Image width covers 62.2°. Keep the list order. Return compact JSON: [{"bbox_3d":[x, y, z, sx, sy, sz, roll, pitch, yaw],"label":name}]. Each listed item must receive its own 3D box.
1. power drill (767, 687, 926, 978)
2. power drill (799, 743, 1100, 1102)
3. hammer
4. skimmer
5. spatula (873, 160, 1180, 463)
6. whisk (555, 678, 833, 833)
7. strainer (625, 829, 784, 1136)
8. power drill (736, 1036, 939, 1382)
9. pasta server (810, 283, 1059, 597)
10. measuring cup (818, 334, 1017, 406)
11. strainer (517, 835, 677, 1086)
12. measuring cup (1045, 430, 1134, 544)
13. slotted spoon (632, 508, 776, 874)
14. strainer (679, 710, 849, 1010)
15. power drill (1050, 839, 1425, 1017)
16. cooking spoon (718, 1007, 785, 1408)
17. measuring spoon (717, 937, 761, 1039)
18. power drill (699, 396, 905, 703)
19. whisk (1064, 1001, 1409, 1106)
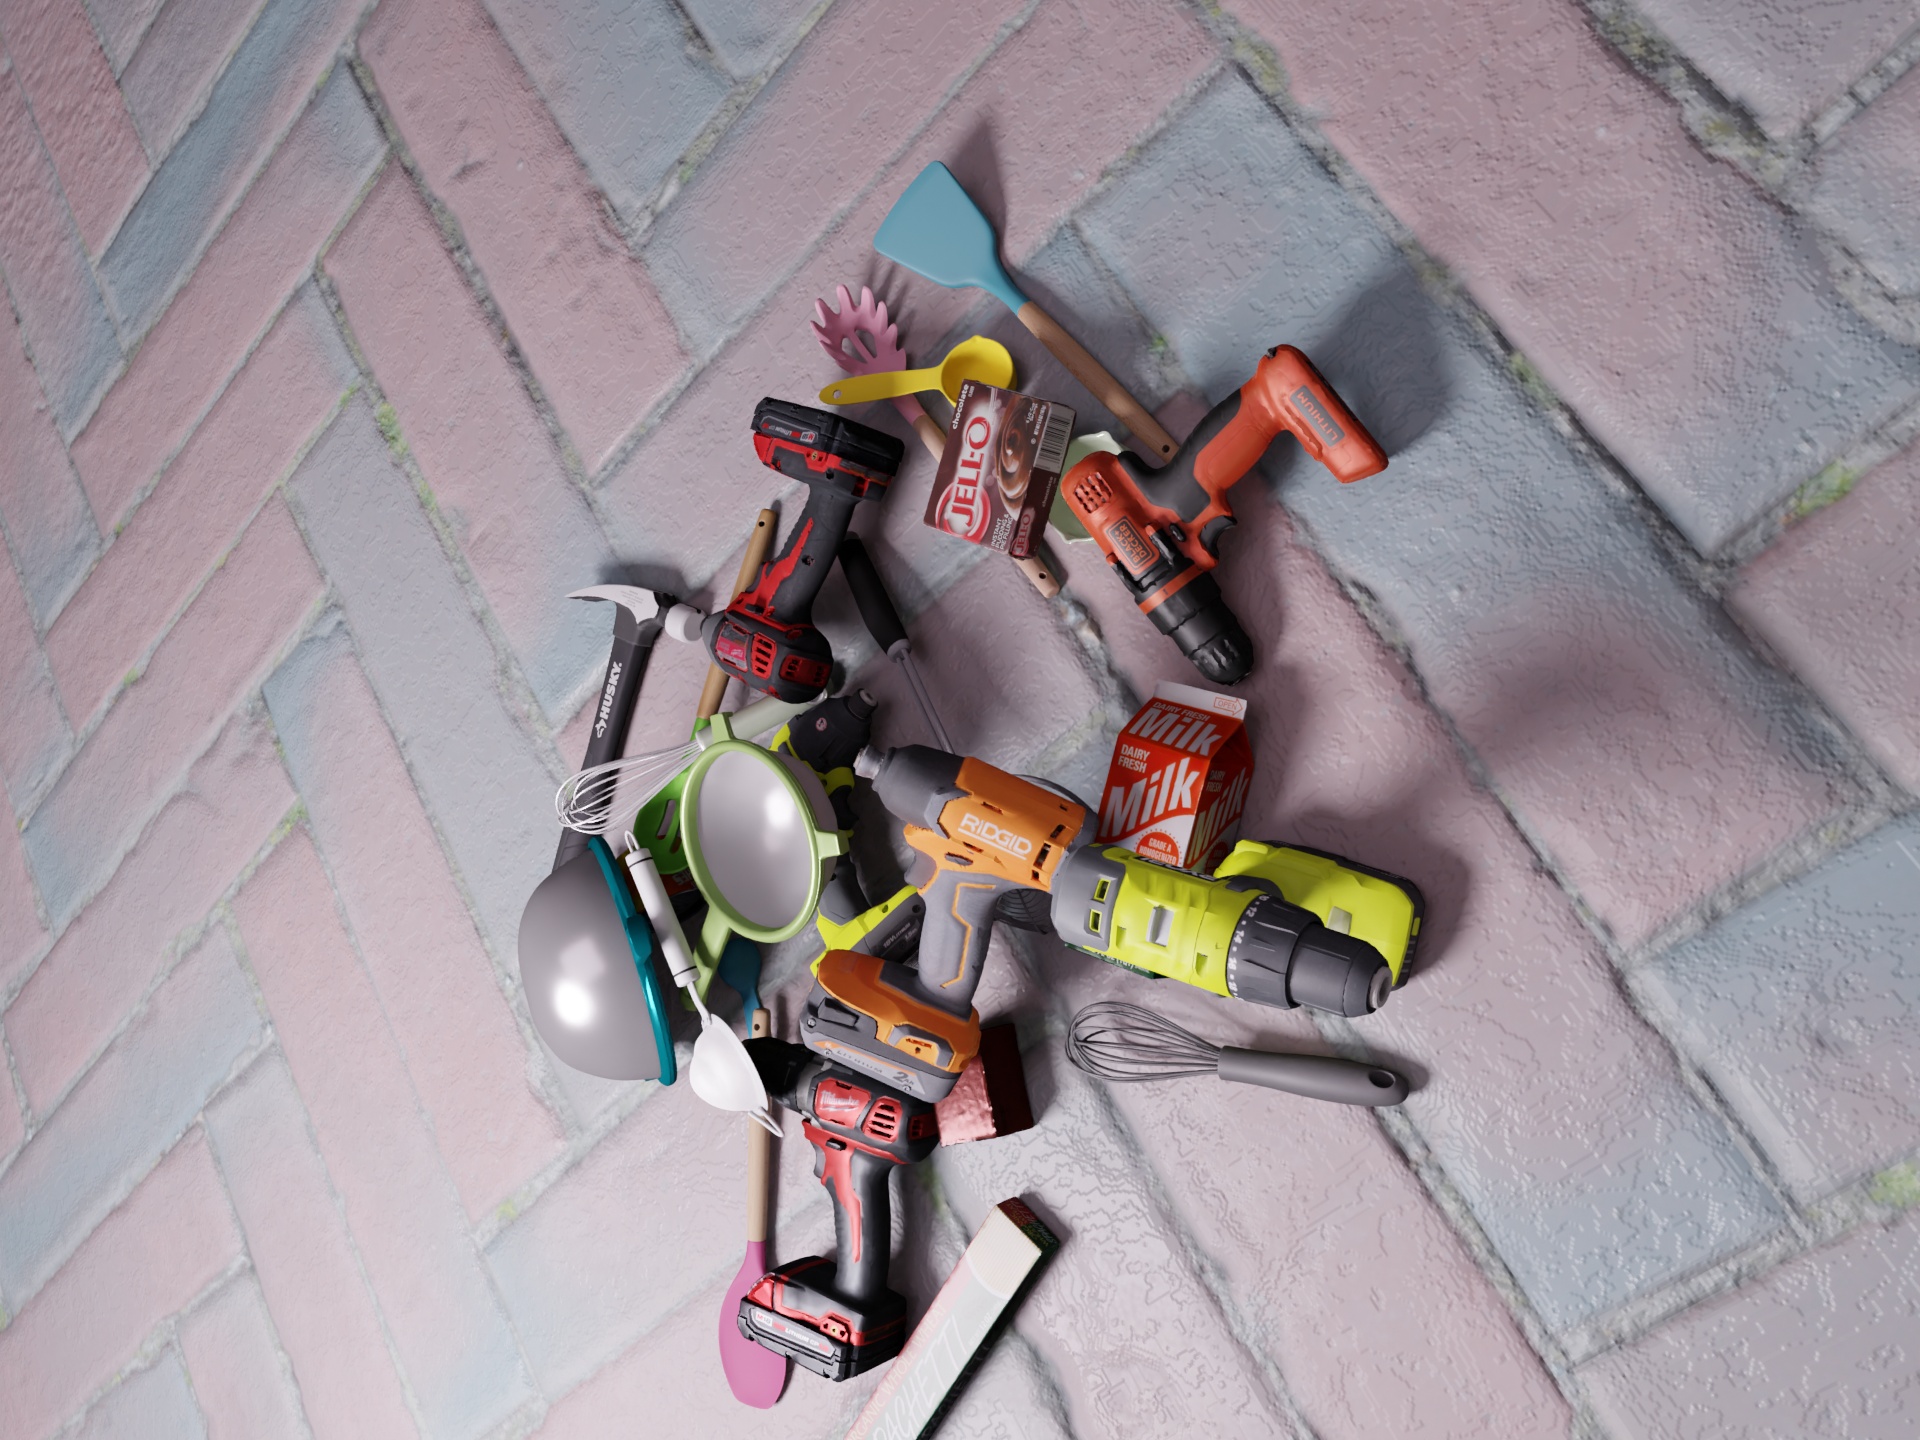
[{"bbox_3d":[-0.085,0.099,1.220,0.171,0.080,0.223,-45,61,24],"label":"power drill"},{"bbox_3d":[-0.026,0.127,1.067,0.164,0.084,0.226,25,109,-2],"label":"power drill"},{"bbox_3d":[-0.326,0.040,1.412,0.146,0.035,0.335,22,99,33],"label":"hammer"},{"bbox_3d":[-0.002,-0.004,1.198,0.127,0.090,0.364,-51,50,34],"label":"skimmer"},{"bbox_3d":[0.057,-0.289,1.170,0.082,0.044,0.318,-49,63,17],"label":"spatula"},{"bbox_3d":[-0.213,0.023,1.276,0.246,0.057,0.059,-27,27,-1],"label":"whisk"},{"bbox_3d":[-0.204,0.201,1.196,0.258,0.050,0.087,66,150,10],"label":"strainer"},{"bbox_3d":[-0.108,0.358,1.209,0.188,0.080,0.226,10,94,34],"label":"power drill"},{"bbox_3d":[-0.018,-0.215,1.219,0.060,0.040,0.316,-33,67,-4],"label":"pasta server"},{"bbox_3d":[-0.032,-0.253,1.213,0.156,0.029,0.062,-4,75,18],"label":"measuring cup"},{"bbox_3d":[-0.288,0.192,1.221,0.340,0.095,0.211,137,116,-71],"label":"strainer"},{"bbox_3d":[0.067,-0.179,1.162,0.168,0.038,0.083,27,102,37],"label":"measuring cup"},{"bbox_3d":[-0.201,-0.025,1.314,0.070,0.031,0.314,15,85,16],"label":"slotted spoon"},{"bbox_3d":[-0.152,0.122,1.195,0.152,0.069,0.256,43,128,26],"label":"strainer"},{"bbox_3d":[0.187,0.123,0.938,0.191,0.228,0.080,15,95,34],"label":"power drill"},{"bbox_3d":[-0.163,0.392,1.280,0.069,0.017,0.319,1,89,32],"label":"cooking spoon"},{"bbox_3d":[-0.175,0.241,1.301,0.042,0.021,0.129,-25,73,30],"label":"measuring spoon"},{"bbox_3d":[-0.136,-0.133,1.245,0.143,0.078,0.219,23,97,46],"label":"power drill"},{"bbox_3d":[0.177,0.225,1.053,0.239,0.055,0.055,4,89,30],"label":"whisk"}]
